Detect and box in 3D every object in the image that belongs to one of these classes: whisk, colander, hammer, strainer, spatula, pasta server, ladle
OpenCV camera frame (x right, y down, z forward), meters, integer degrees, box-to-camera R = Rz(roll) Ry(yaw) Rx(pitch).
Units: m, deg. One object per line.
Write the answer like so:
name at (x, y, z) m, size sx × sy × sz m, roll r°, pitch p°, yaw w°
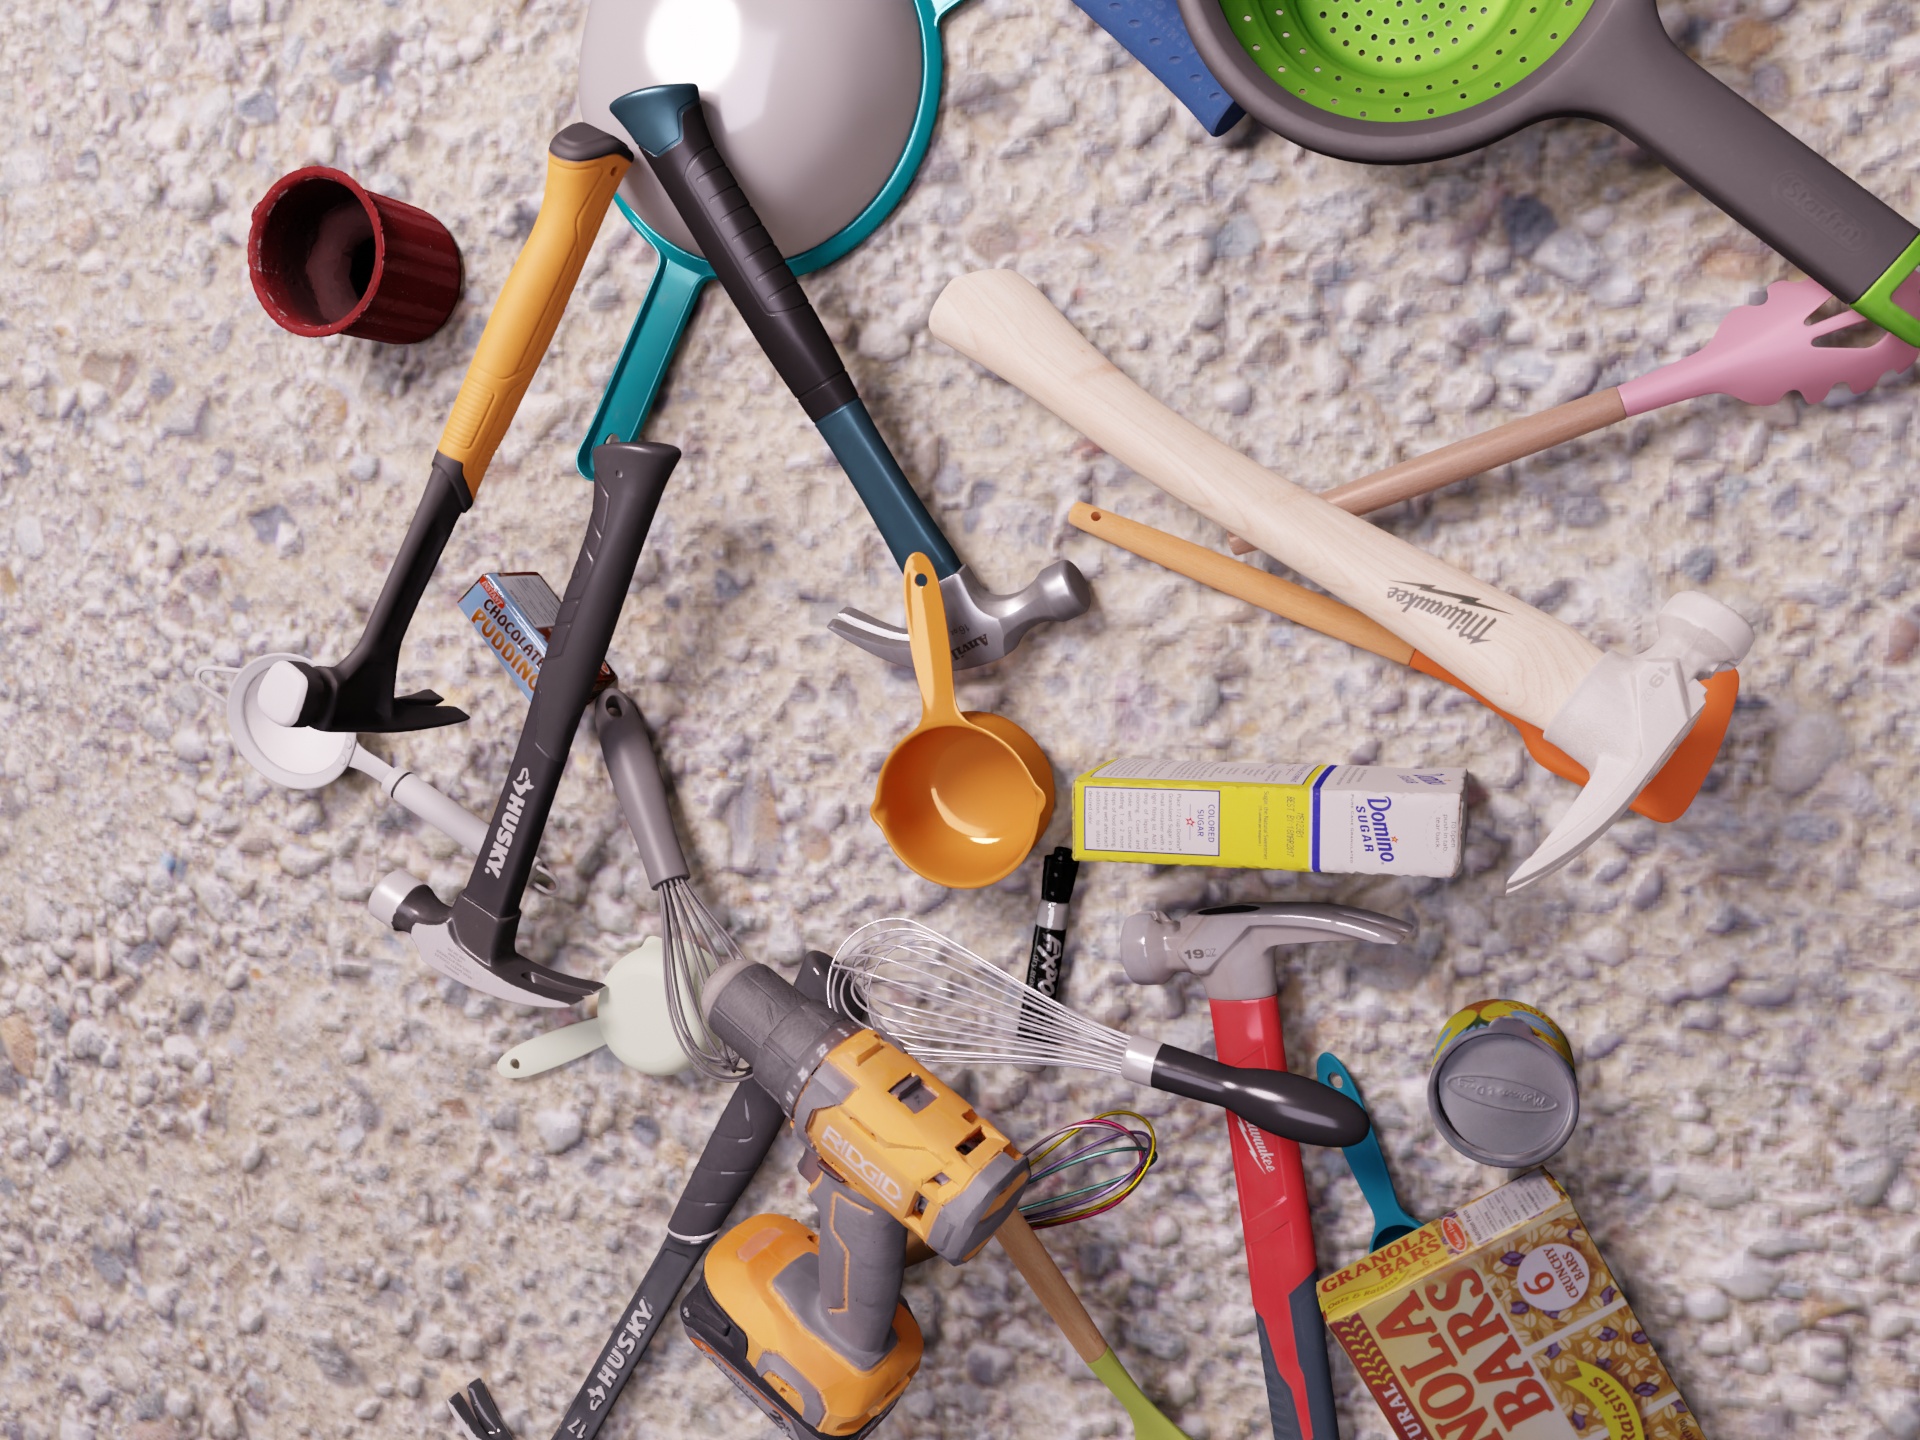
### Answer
whisk at (0.060, 0.158, 0.786) m, size 0.285 × 0.070 × 0.070 m, roll 13°, pitch 99°, yaw 22°
colander at (0.260, -0.294, 0.696) m, size 0.397 × 0.094 × 0.204 m, roll 40°, pitch 106°, yaw 5°
hammer at (0.176, 0.282, 0.790) m, size 0.143 × 0.038 × 0.386 m, roll -7°, pitch 94°, yaw 31°
hammer at (-0.248, -0.144, 0.826) m, size 0.034 × 0.127 × 0.337 m, roll 32°, pitch 101°, yaw 21°
strainer at (-0.346, 0.034, 0.962) m, size 0.258 × 0.050 × 0.087 m, roll 32°, pitch 110°, yaw 8°
hammer at (-0.217, 0.003, 0.862) m, size 0.146 × 0.035 × 0.334 m, roll 29°, pitch 109°, yaw 15°
hammer at (0.135, -0.091, 0.735) m, size 0.411 × 0.038 × 0.146 m, roll 38°, pitch 87°, yaw 25°
hammer at (-0.069, -0.170, 0.802) m, size 0.128 × 0.033 × 0.331 m, roll -26°, pitch 103°, yaw 24°
strainer at (-0.149, -0.284, 0.835) m, size 0.211 × 0.095 × 0.340 m, roll 29°, pitch 102°, yaw 15°
spatula at (0.196, -0.046, 0.763) m, size 0.323 × 0.041 × 0.081 m, roll 25°, pitch 79°, yaw 18°
pasta server at (0.274, -0.135, 0.729) m, size 0.316 × 0.040 × 0.060 m, roll -19°, pitch 88°, yaw 20°
hammer at (-0.012, -0.432, 0.789) m, size 0.405 × 0.035 × 0.144 m, roll 44°, pitch 81°, yaw 7°
whisk at (0.003, 0.269, 0.863) m, size 0.245 × 0.051 × 0.047 m, roll -30°, pitch 64°, yaw 23°
hammer at (-0.168, 0.308, 0.926) m, size 0.149 × 0.036 × 0.409 m, roll 33°, pitch 104°, yaw 15°
whisk at (-0.158, 0.087, 0.884) m, size 0.055 × 0.055 × 0.239 m, roll -29°, pitch 72°, yaw 19°
ladle at (0.048, 0.308, 0.804) m, size 0.078 × 0.062 × 0.320 m, roll -26°, pitch 100°, yaw 48°

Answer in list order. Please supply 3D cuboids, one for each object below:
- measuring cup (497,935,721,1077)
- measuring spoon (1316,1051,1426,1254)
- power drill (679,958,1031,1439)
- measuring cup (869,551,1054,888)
measuring cup at (-0.212, 0.183, 0.926) m, size 0.167 × 0.038 × 0.083 m, roll -23°, pitch 87°, yaw 18°
measuring spoon at (0.211, 0.226, 0.797) m, size 0.042 × 0.021 × 0.129 m, roll -30°, pitch 75°, yaw 39°
power drill at (-0.076, 0.242, 0.803) m, size 0.185 × 0.084 × 0.226 m, roll 35°, pitch 125°, yaw 22°
measuring cup at (-0.001, -0.003, 0.823) m, size 0.095 × 0.052 × 0.173 m, roll -7°, pitch 97°, yaw 20°
